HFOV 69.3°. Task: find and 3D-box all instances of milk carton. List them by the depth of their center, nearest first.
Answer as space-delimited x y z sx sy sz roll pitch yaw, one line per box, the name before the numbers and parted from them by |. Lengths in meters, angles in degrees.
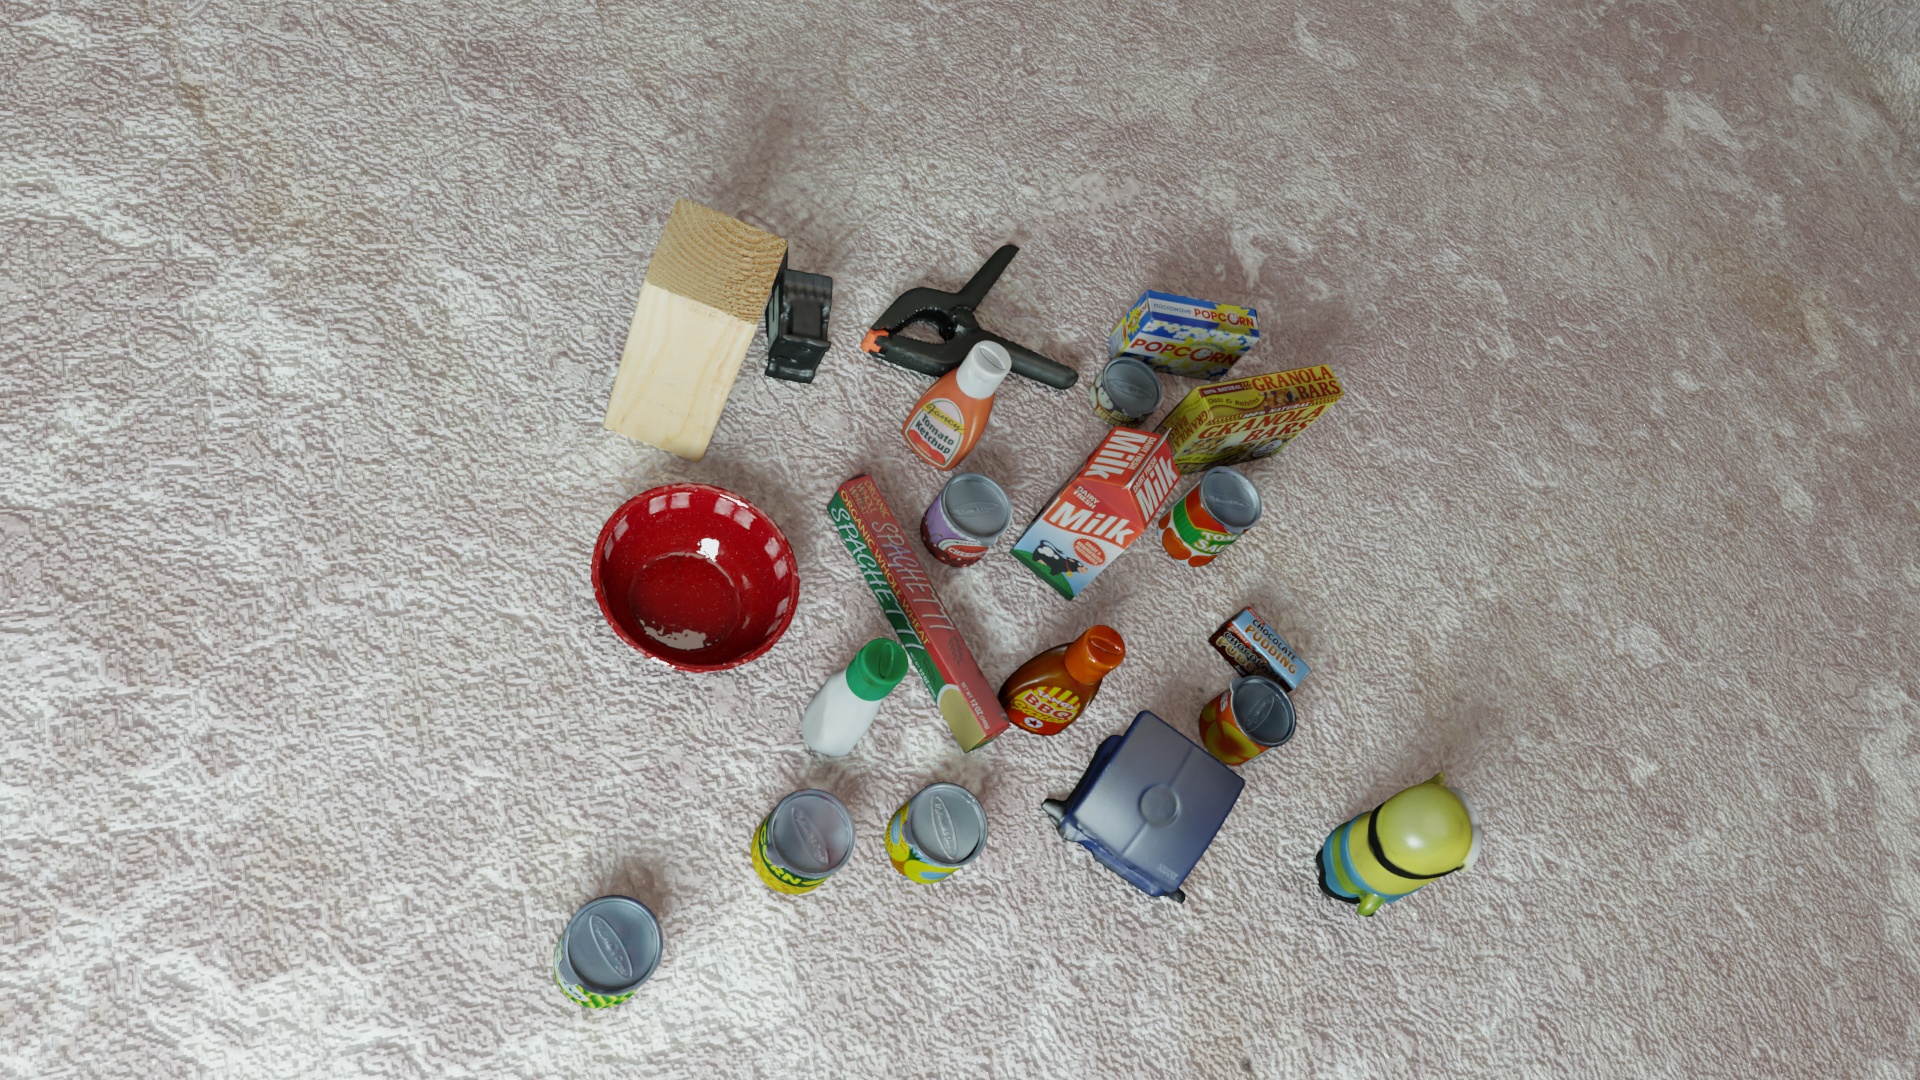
milk carton | 0.121 -0.029 1.192 0.073 0.189 0.073 38 55 -1

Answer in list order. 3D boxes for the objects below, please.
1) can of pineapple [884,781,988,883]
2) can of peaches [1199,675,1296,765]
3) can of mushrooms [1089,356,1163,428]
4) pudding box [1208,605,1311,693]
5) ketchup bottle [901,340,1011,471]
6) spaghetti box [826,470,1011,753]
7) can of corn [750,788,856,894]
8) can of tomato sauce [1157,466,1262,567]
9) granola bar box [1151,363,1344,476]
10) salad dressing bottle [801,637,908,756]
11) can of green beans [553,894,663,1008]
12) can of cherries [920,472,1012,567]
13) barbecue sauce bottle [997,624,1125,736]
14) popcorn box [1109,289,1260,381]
can of pineapple | -0.021 0.226 1.072 0.071 0.057 0.071 10 60 -18
can of peaches | 0.252 0.158 1.228 0.071 0.057 0.071 10 60 -18
can of mushrooms | 0.163 -0.143 1.367 0.071 0.033 0.071 10 60 -18
pudding box | 0.274 0.105 1.272 0.084 0.049 0.030 47 56 6
ketchup bottle | 0.000 -0.120 1.214 0.065 0.148 0.044 42 55 2
spaghetti box | -0.038 0.058 1.161 0.029 0.050 0.250 -22 74 -31
can of corn | -0.119 0.225 1.029 0.071 0.058 0.071 10 60 -18
can of tomato sauce | 0.233 -0.019 1.301 0.071 0.082 0.071 10 60 -18
granola bar box | 0.268 -0.114 1.343 0.166 0.123 0.039 -12 69 -28
salad dressing bottle | -0.080 0.118 1.051 0.044 0.147 0.064 18 58 -14
can of green beans | -0.241 0.281 0.946 0.071 0.057 0.071 10 60 -18
can of cherries | 0.004 -0.015 1.214 0.071 0.058 0.072 10 60 -18
barbecue sauce bottle | 0.085 0.112 1.125 0.065 0.147 0.044 26 57 -9
popcorn box | 0.224 -0.205 1.397 0.127 0.084 0.038 6 62 -21
